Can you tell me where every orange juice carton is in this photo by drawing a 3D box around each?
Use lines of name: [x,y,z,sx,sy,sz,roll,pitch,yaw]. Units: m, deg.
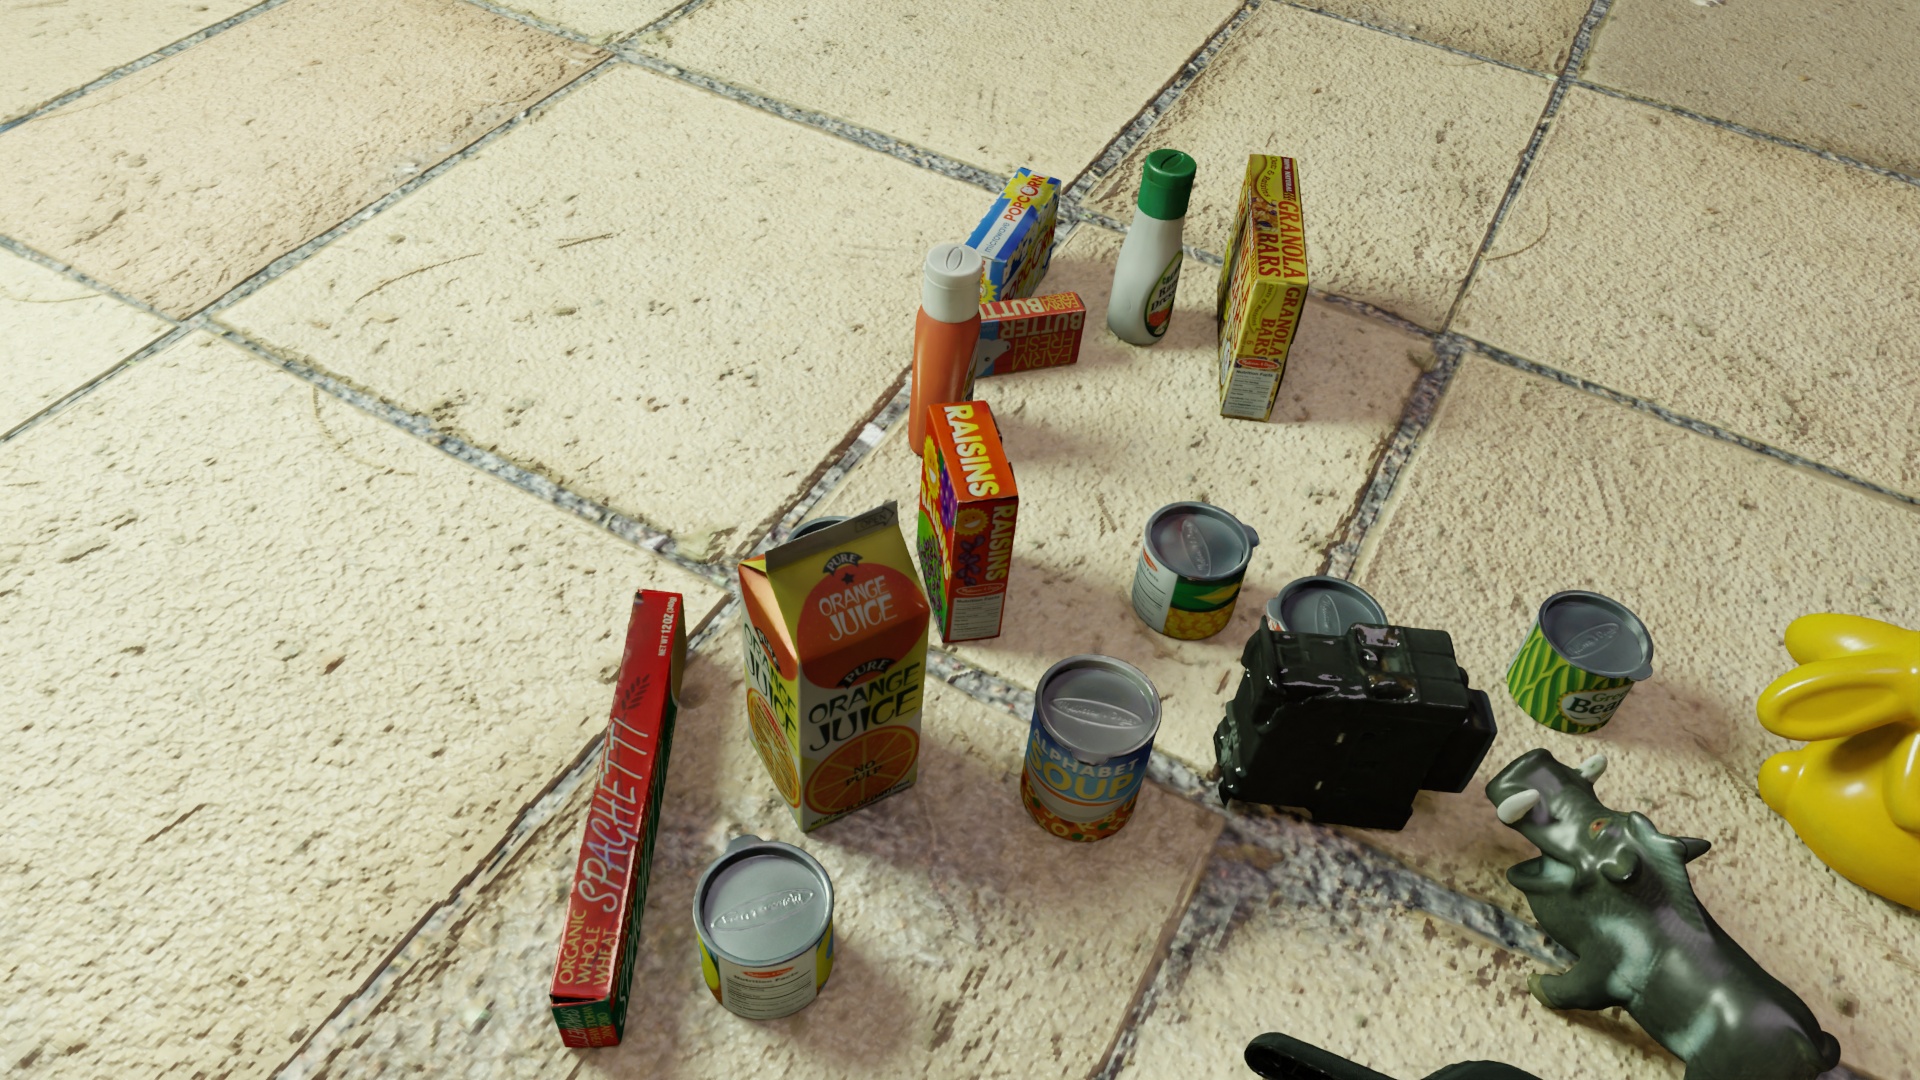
orange juice carton: [-0.066,0.059,0.709,0.072,0.191,0.073,-21,51,-23]

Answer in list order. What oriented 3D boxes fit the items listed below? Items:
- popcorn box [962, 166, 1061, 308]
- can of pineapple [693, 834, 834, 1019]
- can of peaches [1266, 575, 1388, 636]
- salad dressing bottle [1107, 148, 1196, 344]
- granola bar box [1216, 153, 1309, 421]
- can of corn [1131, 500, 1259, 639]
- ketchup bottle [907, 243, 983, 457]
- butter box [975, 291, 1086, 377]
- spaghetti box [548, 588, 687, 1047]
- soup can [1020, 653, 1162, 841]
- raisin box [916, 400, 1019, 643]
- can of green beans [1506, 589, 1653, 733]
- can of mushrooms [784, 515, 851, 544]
popcorn box: [0.035,-0.214,1.057,0.038,0.084,0.127,19,47,12]
can of pineapple: [-0.094,0.188,0.674,0.071,0.057,0.071,3,46,-3]
can of peaches: [0.211,0.063,0.825,0.071,0.057,0.071,3,46,-3]
salad dressing bottle: [0.142,-0.215,1.025,0.044,0.146,0.064,30,50,21]
granola bar box: [0.220,-0.188,1.023,0.039,0.123,0.166,8,46,2]
can of corn: [0.145,0.019,0.861,0.071,0.058,0.071,3,46,-3]
ketchup bottle: [-0.010,-0.126,0.923,0.043,0.148,0.065,10,46,4]
butter box: [0.038,-0.149,1.017,0.104,0.052,0.024,-10,48,-15]
spaghetti box: [-0.173,0.134,0.724,0.029,0.049,0.251,3,46,-3]
soup can: [0.067,0.114,0.744,0.071,0.083,0.072,3,46,-3]
raisin box: [0.003,-0.010,0.830,0.040,0.122,0.086,-6,47,-11]
can of green beans: [0.369,0.073,0.831,0.071,0.057,0.071,3,46,-3]
can of mushrooms: [-0.074,0.020,0.856,0.071,0.033,0.071,3,46,-3]
